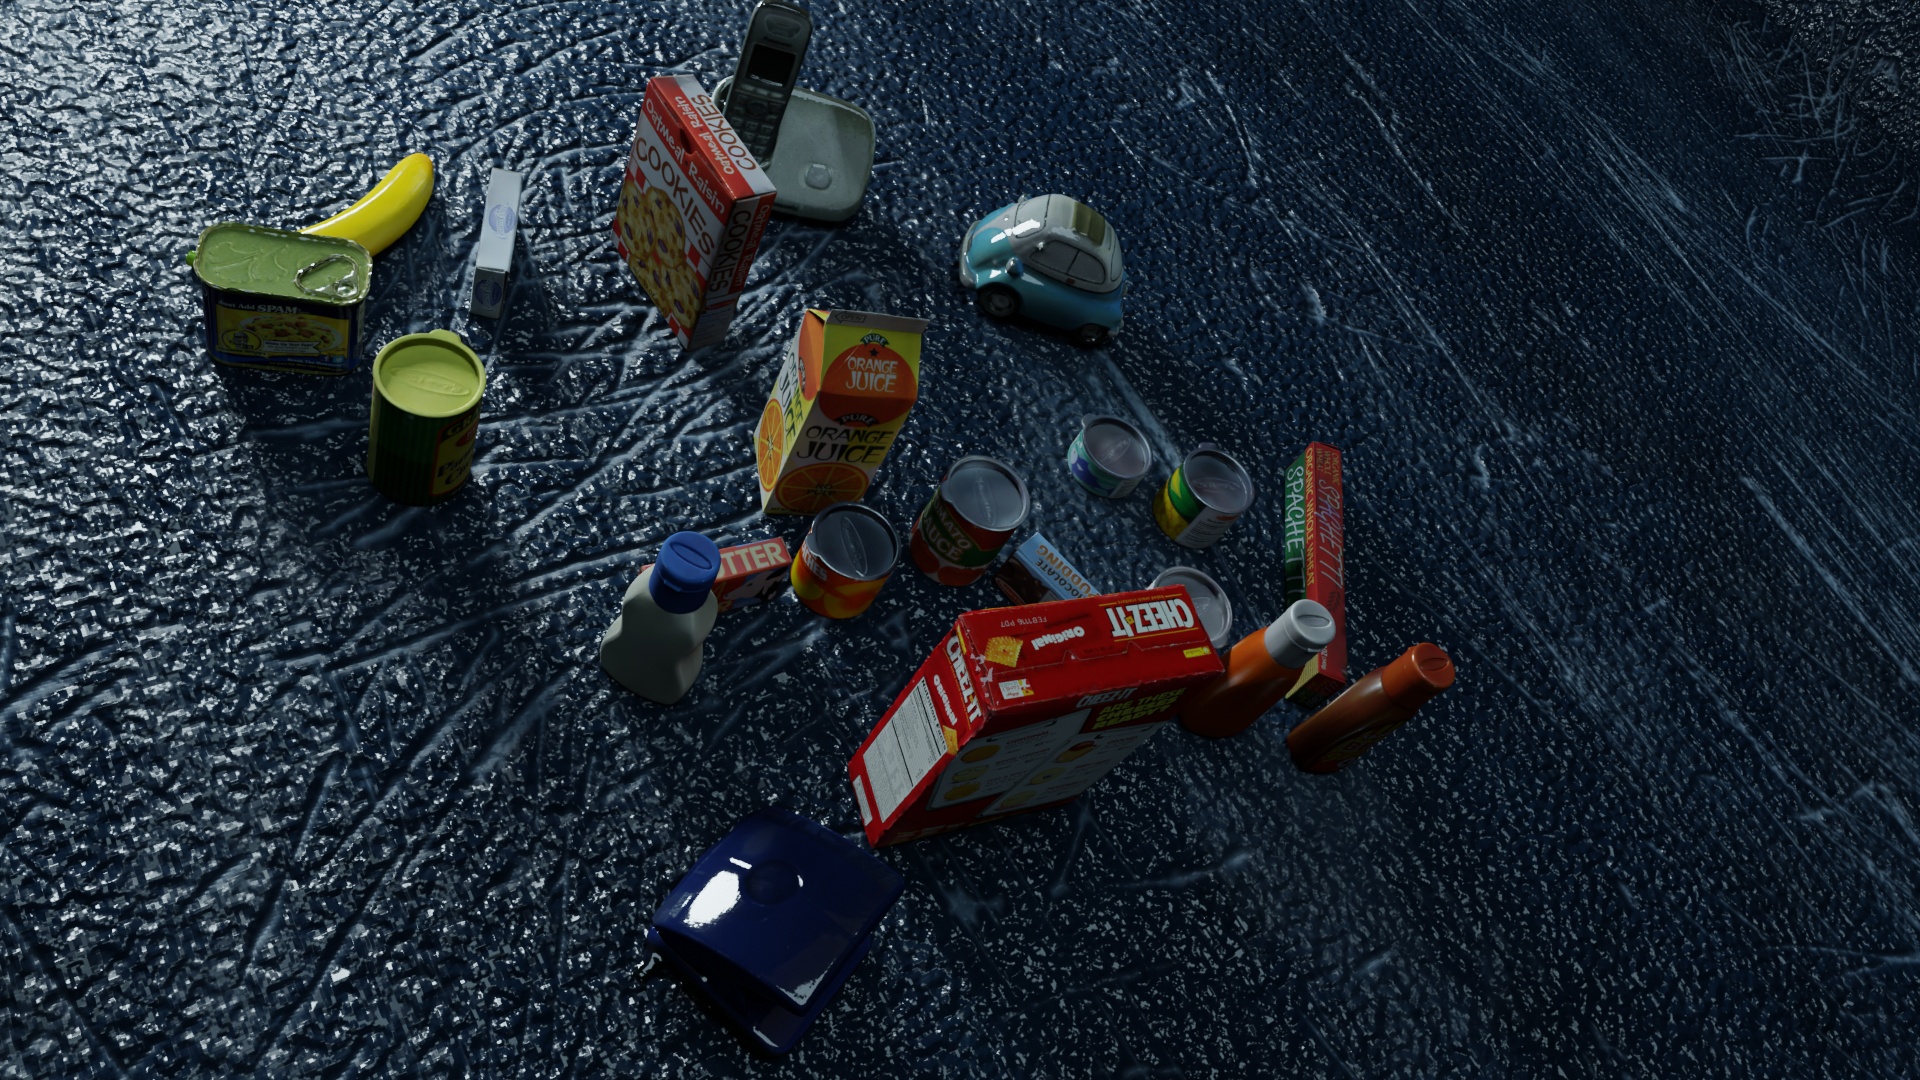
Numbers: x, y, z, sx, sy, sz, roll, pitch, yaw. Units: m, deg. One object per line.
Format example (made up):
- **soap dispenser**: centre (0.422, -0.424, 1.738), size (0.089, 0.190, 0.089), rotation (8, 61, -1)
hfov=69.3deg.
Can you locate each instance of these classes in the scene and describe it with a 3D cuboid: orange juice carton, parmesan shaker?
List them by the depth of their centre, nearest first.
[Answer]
- **parmesan shaker**: centre (-0.347, -0.079, 0.904), size (0.071, 0.102, 0.071), rotation (13, 53, -17)
- **orange juice carton**: centre (-0.086, -0.098, 0.982), size (0.072, 0.191, 0.073), rotation (3, 57, -24)

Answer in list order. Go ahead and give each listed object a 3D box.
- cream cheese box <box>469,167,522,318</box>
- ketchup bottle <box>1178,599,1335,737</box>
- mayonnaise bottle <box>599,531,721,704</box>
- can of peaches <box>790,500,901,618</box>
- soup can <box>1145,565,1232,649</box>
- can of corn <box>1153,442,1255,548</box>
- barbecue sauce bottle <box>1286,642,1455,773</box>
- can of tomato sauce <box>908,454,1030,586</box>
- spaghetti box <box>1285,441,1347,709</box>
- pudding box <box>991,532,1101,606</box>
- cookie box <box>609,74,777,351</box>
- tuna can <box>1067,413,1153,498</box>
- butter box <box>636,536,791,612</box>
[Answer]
- **cream cheese box**: centre (-0.346, -0.222, 1.036), size (0.024, 0.053, 0.104), rotation (9, 55, -20)
- **ketchup bottle**: centre (0.219, 0.096, 1.020), size (0.065, 0.148, 0.044), rotation (5, 56, -23)
- **mayonnaise bottle**: centre (-0.182, 0.048, 0.864), size (0.065, 0.147, 0.041), rotation (31, 50, -3)
- **can of peaches**: centre (-0.085, 0.015, 0.992), size (0.071, 0.057, 0.071), rotation (13, 53, -17)
- **soup can**: centre (0.157, 0.071, 1.050), size (0.071, 0.083, 0.072), rotation (13, 53, -17)
- **can of corn**: centre (0.202, -0.037, 1.163), size (0.071, 0.058, 0.071), rotation (13, 53, -17)
- **barbecue sauce bottle**: centre (0.309, 0.126, 1.041), size (0.065, 0.147, 0.044), rotation (-6, 61, -29)
- **can of tomato sauce**: centre (0.004, -0.013, 1.036), size (0.071, 0.082, 0.071), rotation (13, 53, -17)
- **spaghetti box**: centre (0.298, 0.023, 1.172), size (0.029, 0.050, 0.251), rotation (20, 51, -12)
- **pudding box**: centre (0.069, 0.040, 1.052), size (0.084, 0.049, 0.030), rotation (45, 51, 9)
- **cookie box**: centre (-0.205, -0.244, 1.044), size (0.040, 0.166, 0.123), rotation (-24, 70, -35)
- **tuna can**: centre (0.123, -0.072, 1.166), size (0.071, 0.032, 0.071), rotation (12, 53, -17)
- **butter box**: centre (-0.170, 0.029, 0.945), size (0.104, 0.052, 0.024), rotation (-13, 64, -32)
